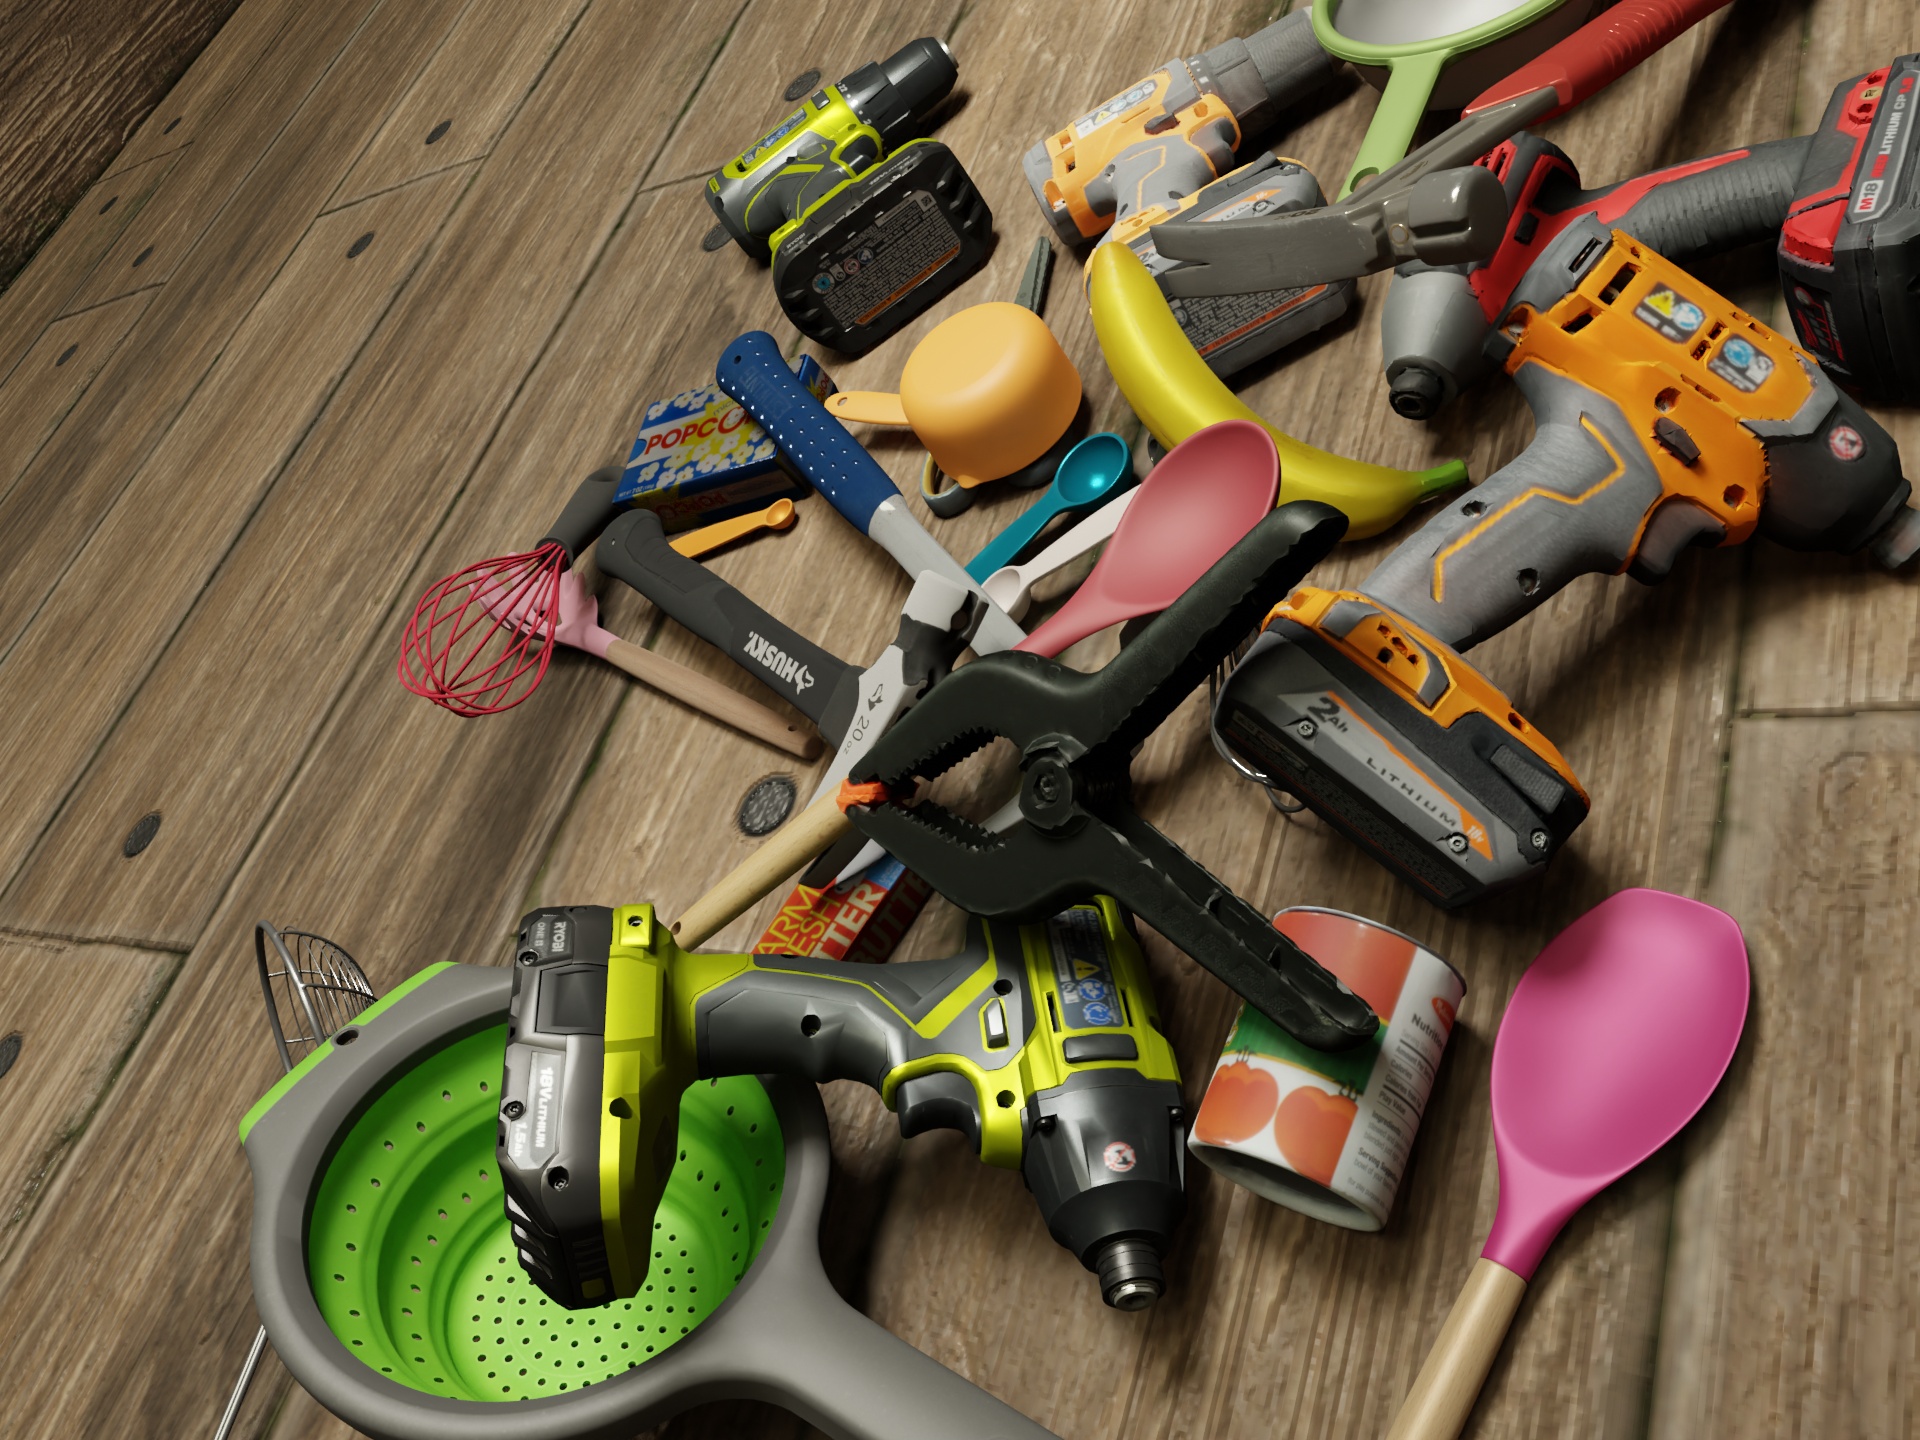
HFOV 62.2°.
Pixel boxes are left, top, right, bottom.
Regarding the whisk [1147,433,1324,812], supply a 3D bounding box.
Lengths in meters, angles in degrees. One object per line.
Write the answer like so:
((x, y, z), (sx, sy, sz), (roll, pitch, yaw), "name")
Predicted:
((0.116, -0.055, 0.678), (0.059, 0.057, 0.247), (-2, 43, -8), "whisk")

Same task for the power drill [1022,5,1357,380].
((0.134, -0.278, 0.819), (0.185, 0.084, 0.226), (-26, 40, 15), "power drill")

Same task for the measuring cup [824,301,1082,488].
((-0.020, -0.179, 0.840), (0.174, 0.052, 0.095), (12, 65, 38), "measuring cup")

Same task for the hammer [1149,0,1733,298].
((0.244, -0.267, 0.664), (0.359, 0.036, 0.149), (-38, 29, -27), "hammer")

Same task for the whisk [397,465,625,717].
((-0.237, -0.086, 0.899), (0.073, 0.073, 0.296), (-23, 24, 20), "whisk")

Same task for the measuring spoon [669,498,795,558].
((-0.141, -0.105, 0.933), (0.117, 0.011, 0.021), (-16, 48, 31), "measuring spoon")

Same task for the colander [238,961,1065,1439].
((-0.080, 0.223, 0.563), (0.397, 0.094, 0.204), (22, 44, 26), "colander")

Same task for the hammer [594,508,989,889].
((-0.111, -0.041, 0.781), (0.335, 0.035, 0.146), (32, 98, 52), "hammer")

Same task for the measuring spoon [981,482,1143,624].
((0.055, -0.076, 0.739), (0.124, 0.018, 0.034), (-32, 38, 28), "measuring spoon")

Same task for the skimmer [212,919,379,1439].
((-0.345, 0.271, 0.715), (0.127, 0.090, 0.364), (-40, 32, 55), "skimmer")

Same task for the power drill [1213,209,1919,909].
((0.213, -0.046, 0.544), (0.164, 0.084, 0.226), (39, 82, 11), "power drill")

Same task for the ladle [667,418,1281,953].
((-0.001, -0.002, 0.619), (0.315, 0.031, 0.069), (-39, 42, 9), "ladle")

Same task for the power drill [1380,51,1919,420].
((0.277, -0.183, 0.636), (0.220, 0.078, 0.143), (7, 59, 44), "power drill")

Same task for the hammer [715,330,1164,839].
((-0.035, -0.089, 0.773), (0.144, 0.035, 0.406), (-54, 43, 14), "hammer")

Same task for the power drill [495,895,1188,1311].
((-0.038, 0.127, 0.548), (0.223, 0.080, 0.171), (-3, 43, -7), "power drill")

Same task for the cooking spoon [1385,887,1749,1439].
((0.149, 0.186, 0.470), (0.069, 0.017, 0.319), (17, 67, 45), "cooking spoon")

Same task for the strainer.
((0.236, -0.309, 0.768), (0.151, 0.069, 0.256), (6, 59, 37), "strainer")

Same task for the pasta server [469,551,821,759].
((-0.179, -0.038, 0.882), (0.060, 0.040, 0.316), (-33, 37, -30), "pasta server")

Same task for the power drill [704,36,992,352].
((-0.062, -0.347, 1.022), (0.190, 0.080, 0.229), (-35, 40, 9), "power drill")

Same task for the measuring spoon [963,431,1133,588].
((0.037, -0.089, 0.784), (0.128, 0.021, 0.042), (-42, 42, 14), "measuring spoon")
